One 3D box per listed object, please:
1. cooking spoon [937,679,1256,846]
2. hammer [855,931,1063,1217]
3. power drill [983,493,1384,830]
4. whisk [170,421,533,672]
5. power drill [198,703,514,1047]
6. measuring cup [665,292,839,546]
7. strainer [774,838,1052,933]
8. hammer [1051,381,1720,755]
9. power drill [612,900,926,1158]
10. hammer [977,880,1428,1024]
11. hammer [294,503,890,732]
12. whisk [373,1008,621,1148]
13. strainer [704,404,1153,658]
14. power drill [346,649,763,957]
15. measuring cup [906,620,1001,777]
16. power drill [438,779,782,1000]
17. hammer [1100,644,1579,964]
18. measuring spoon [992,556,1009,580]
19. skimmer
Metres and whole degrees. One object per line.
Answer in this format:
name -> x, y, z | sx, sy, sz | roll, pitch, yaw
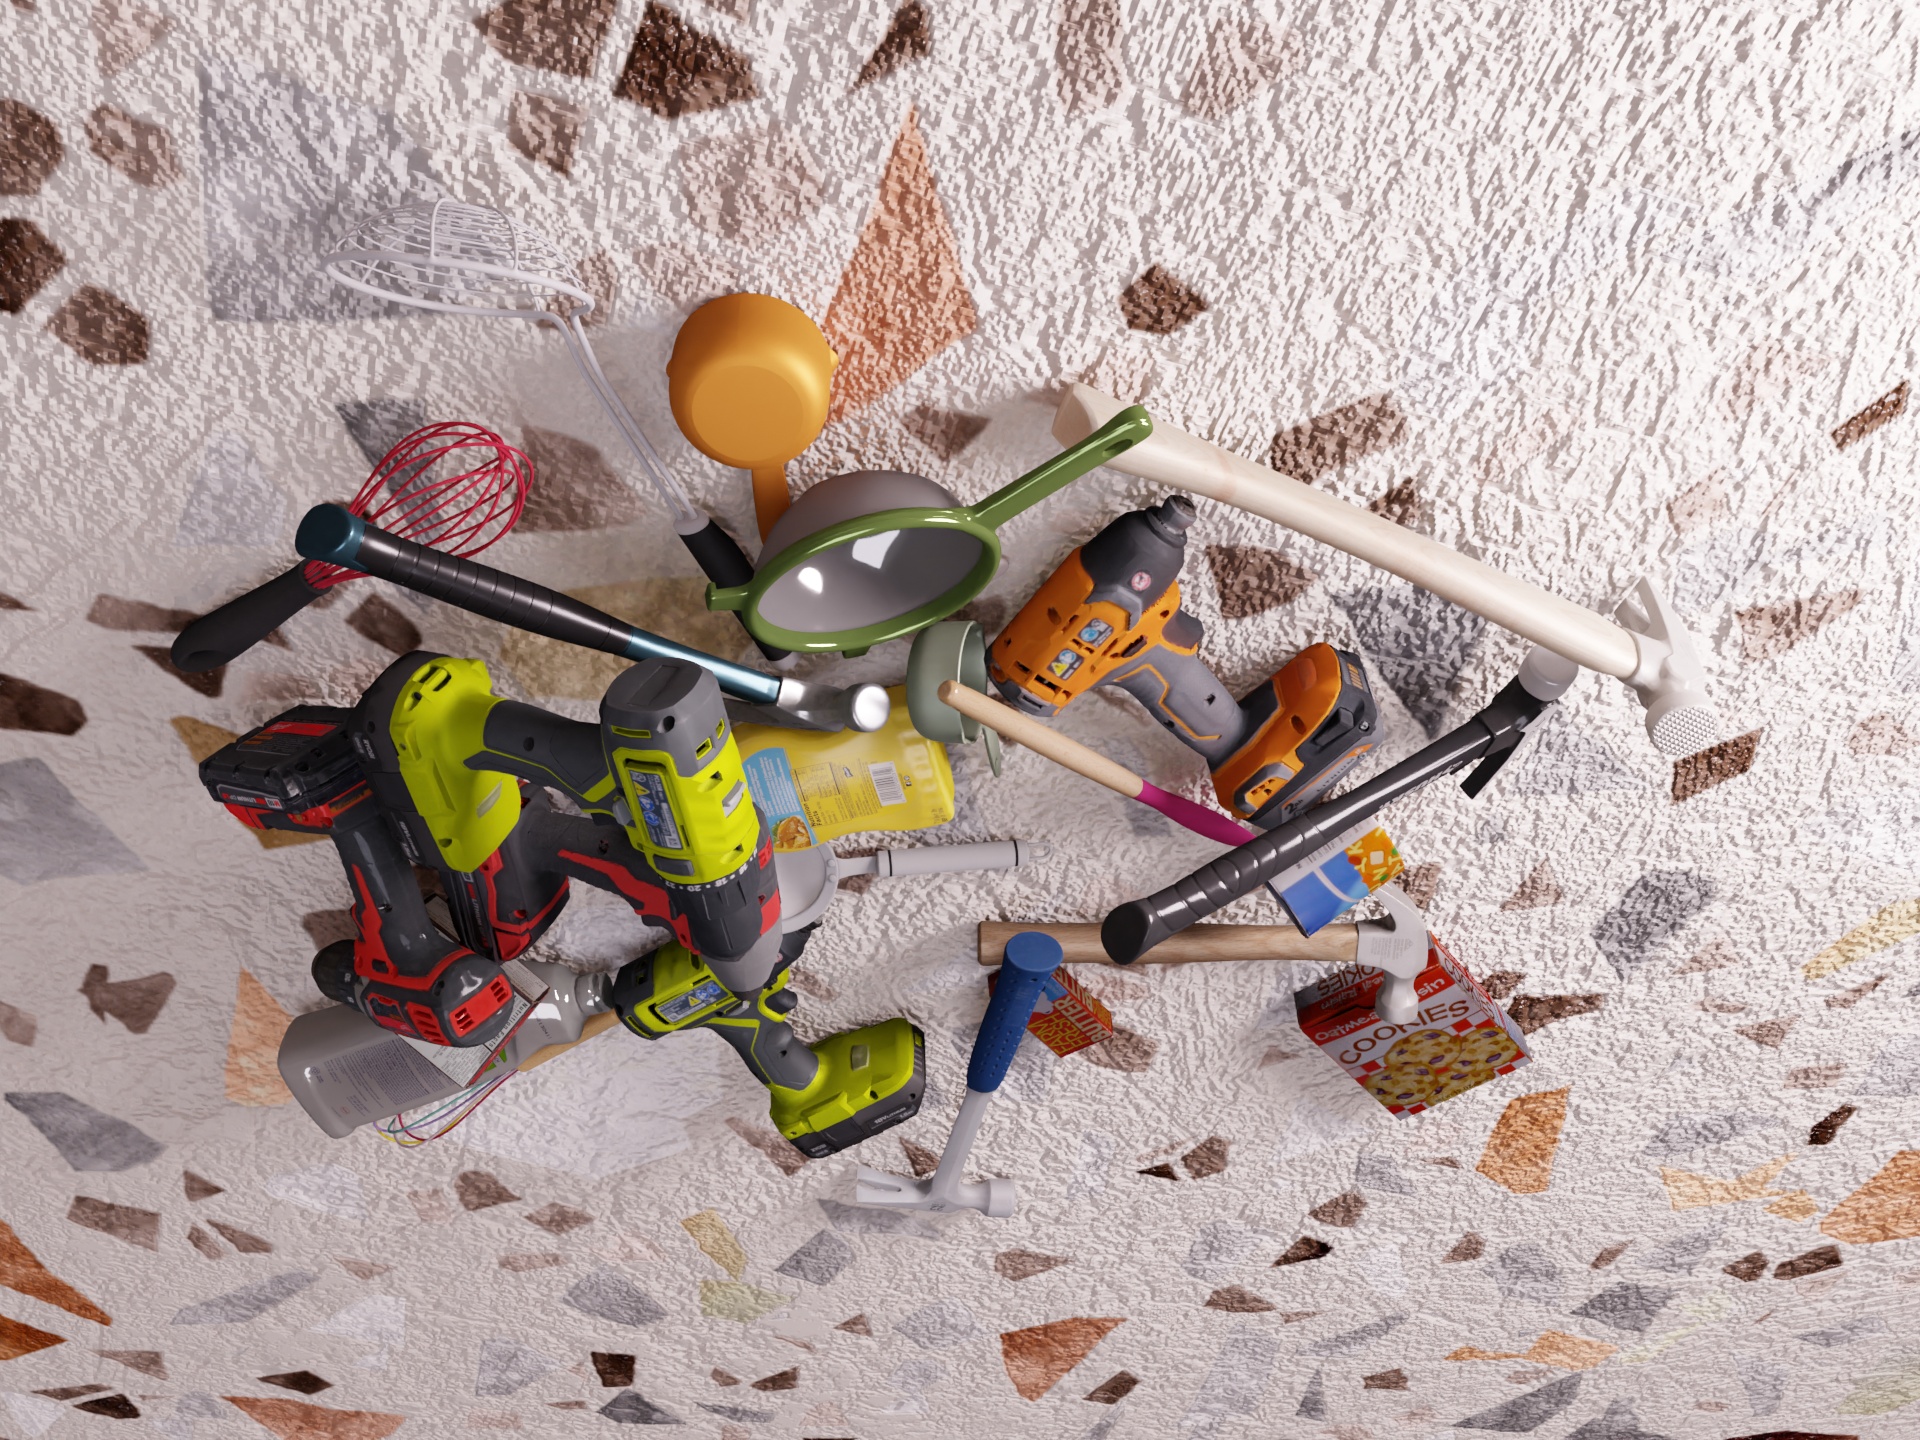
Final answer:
cooking spoon -> 0.096, 0.035, 1.020 | 0.318, 0.069, 0.017 | 27, 83, -42
hammer -> 0.010, 0.297, 1.276 | 0.144, 0.035, 0.405 | 6, 137, -9
power drill -> 0.150, -0.037, 0.983 | 0.226, 0.084, 0.164 | 28, 124, -21
whisk -> -0.360, -0.092, 0.919 | 0.296, 0.073, 0.073 | -24, 129, 25
power drill -> -0.394, 0.106, 1.026 | 0.188, 0.080, 0.226 | 3, 121, 39
measuring cup -> -0.111, -0.147, 0.884 | 0.095, 0.052, 0.173 | -4, 131, 0
strainer -> -0.062, 0.102, 1.120 | 0.258, 0.050, 0.086 | -4, 112, -7
hammer -> 0.246, -0.106, 0.923 | 0.410, 0.146, 0.038 | 22, 127, -9
power drill -> -0.129, 0.229, 1.207 | 0.171, 0.080, 0.223 | -28, 125, 18
hammer -> 0.178, 0.163, 1.179 | 0.331, 0.031, 0.130 | 0, 114, 3
hammer -> -0.205, -0.051, 0.901 | 0.330, 0.033, 0.128 | 21, 168, -35
whisk -> -0.364, 0.279, 1.261 | 0.245, 0.051, 0.047 | -29, 93, 14
strainer -> -0.014, -0.123, 0.880 | 0.256, 0.069, 0.151 | -28, 158, 23
power drill -> -0.221, 0.047, 0.916 | 0.228, 0.080, 0.190 | 8, 129, 22
measuring cup -> -0.002, -0.003, 1.015 | 0.038, 0.083, 0.167 | 3, 153, 12
power drill -> -0.222, 0.113, 1.042 | 0.220, 0.079, 0.143 | 5, 122, 16
hammer -> 0.232, 0.064, 0.993 | 0.335, 0.035, 0.146 | -27, 156, -17
measuring spoon -> -0.028, -0.074, 0.978 | 0.124, 0.018, 0.034 | -18, 130, 13
skimmer -> -0.194, -0.132, 0.869 | 0.127, 0.090, 0.362 | 7, 144, 35
